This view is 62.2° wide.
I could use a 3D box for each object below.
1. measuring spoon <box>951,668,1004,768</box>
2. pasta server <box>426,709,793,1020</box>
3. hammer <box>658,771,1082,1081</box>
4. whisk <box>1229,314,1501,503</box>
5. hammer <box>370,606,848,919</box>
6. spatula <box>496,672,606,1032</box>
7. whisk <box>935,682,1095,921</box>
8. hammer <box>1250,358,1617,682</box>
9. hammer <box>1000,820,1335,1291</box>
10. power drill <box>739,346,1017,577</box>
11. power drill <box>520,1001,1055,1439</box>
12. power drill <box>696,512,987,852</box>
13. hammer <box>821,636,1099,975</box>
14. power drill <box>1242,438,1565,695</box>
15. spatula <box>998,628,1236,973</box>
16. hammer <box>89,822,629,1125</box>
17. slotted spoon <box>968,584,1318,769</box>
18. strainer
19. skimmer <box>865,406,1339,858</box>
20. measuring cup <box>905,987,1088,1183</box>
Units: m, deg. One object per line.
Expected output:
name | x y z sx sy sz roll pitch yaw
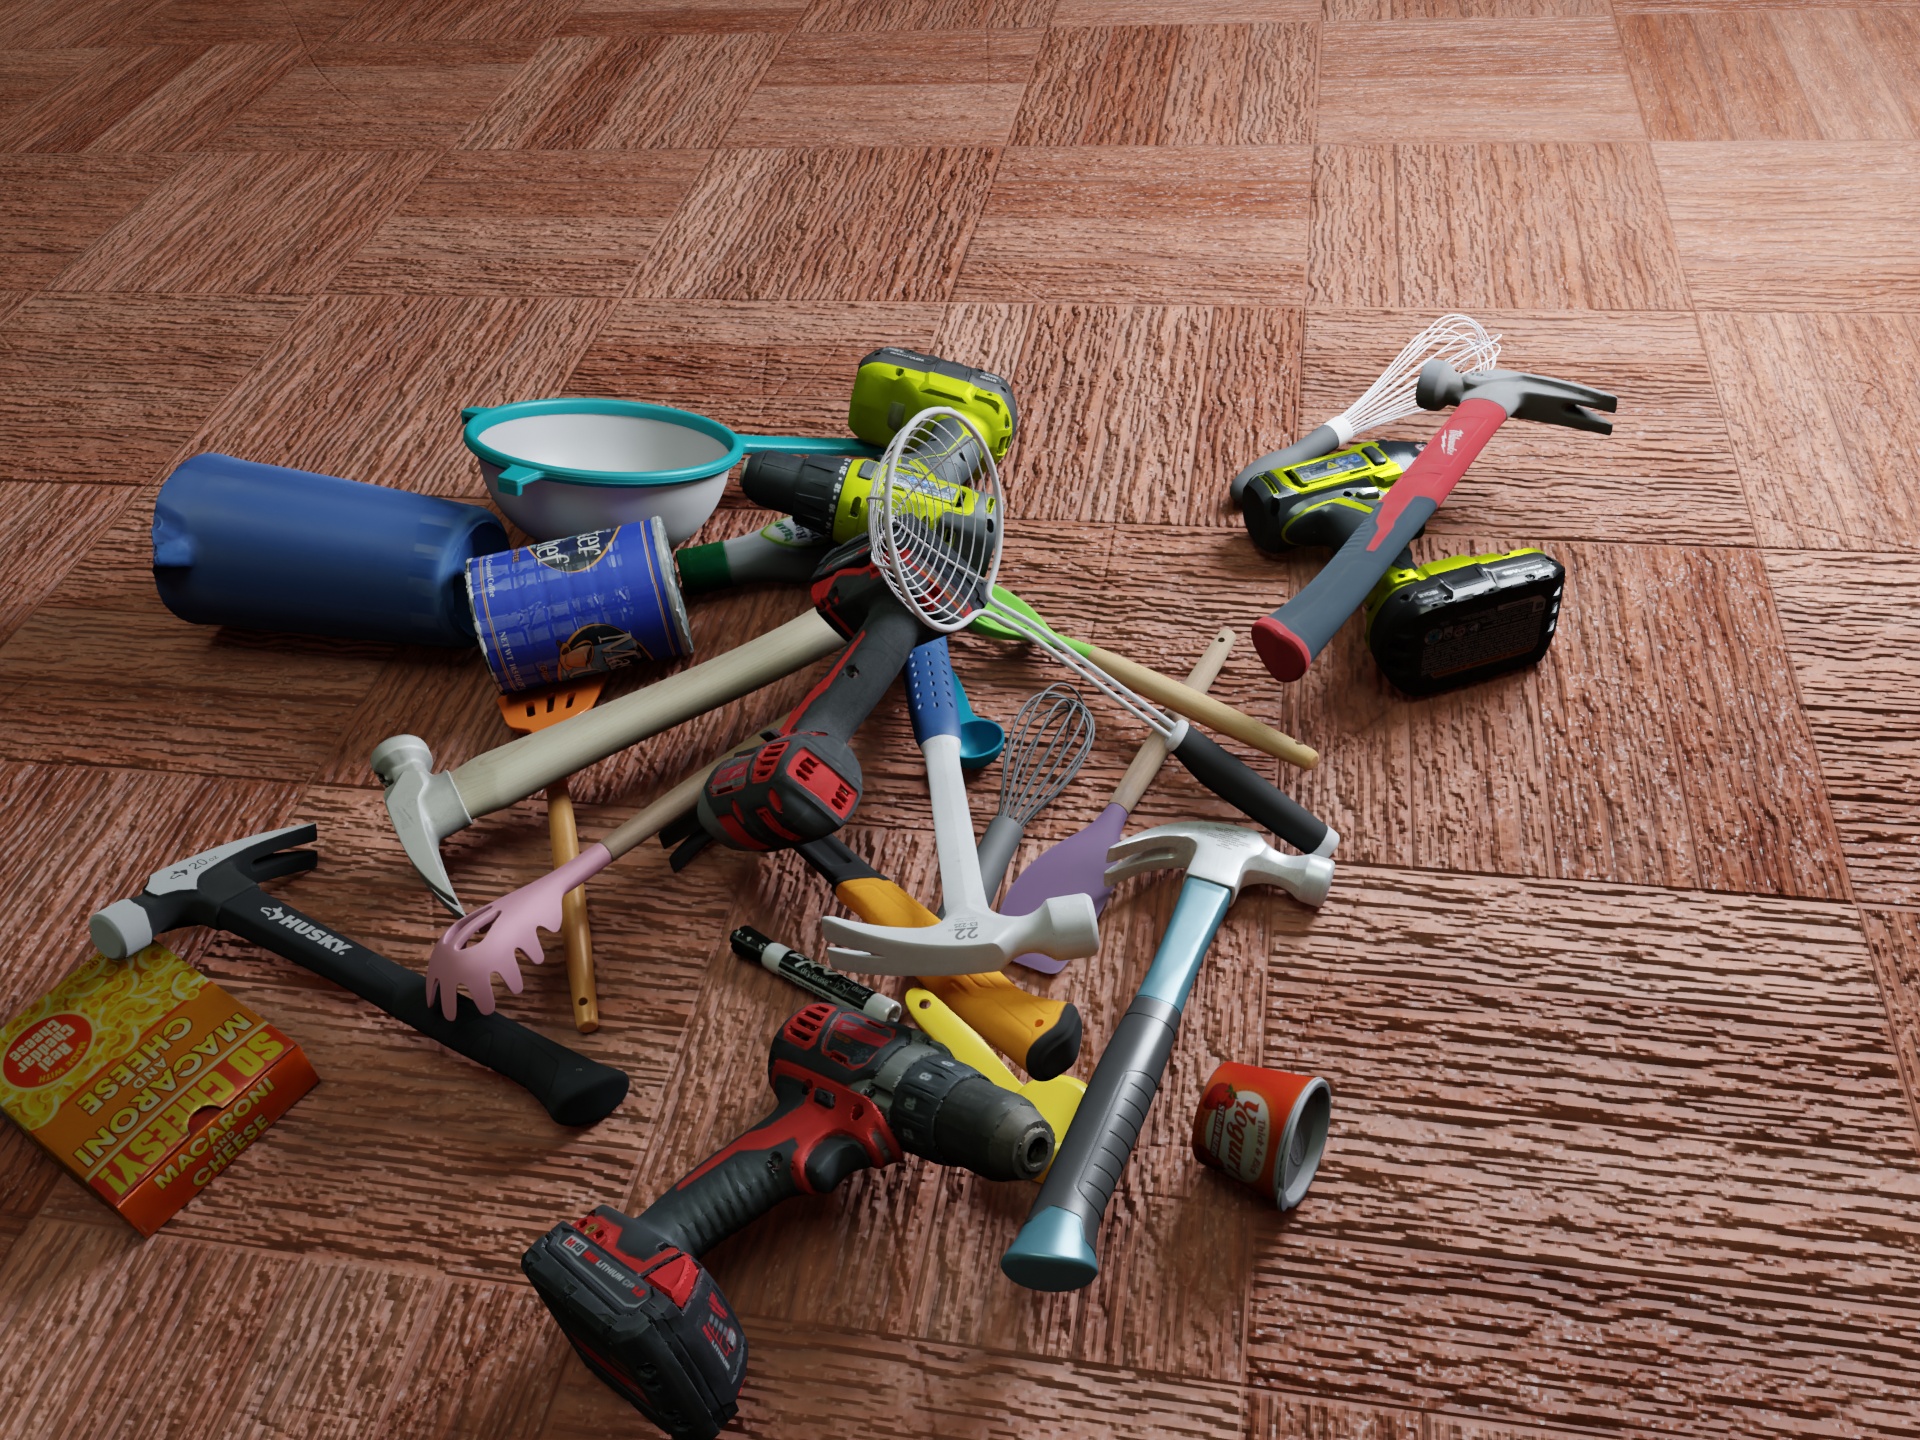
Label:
measuring spoon | -0.002 -0.004 1.103 0.042 0.021 0.129 -16 36 -8
pasta server | -0.198 0.074 0.984 0.060 0.040 0.316 17 41 37
hammer | -0.051 0.113 0.928 0.127 0.034 0.337 -30 37 -23
whisk | 0.326 -0.246 1.283 0.284 0.070 0.070 -32 49 -17
hammer | -0.177 -0.011 1.059 0.410 0.038 0.146 -26 53 -14
spatula | -0.260 0.073 1.051 0.081 0.041 0.323 -14 48 -7
whisk | 0.028 0.067 1.002 0.055 0.055 0.239 14 51 20
hammer | 0.315 -0.139 1.072 0.143 0.038 0.386 19 45 29
hammer | 0.103 0.168 0.864 0.128 0.033 0.331 17 42 17
power drill | -0.052 -0.201 1.218 0.190 0.080 0.229 16 37 1
power drill | -0.079 0.238 0.784 0.188 0.080 0.227 10 40 47
power drill | -0.082 -0.014 0.978 0.143 0.078 0.220 -18 37 53
hammer | -0.018 0.022 0.997 0.144 0.035 0.406 -8 31 -2
power drill | 0.324 -0.125 1.140 0.171 0.080 0.223 -15 41 -8
spatula | 0.111 0.041 1.036 0.060 0.018 0.316 18 50 25
hammer | -0.340 0.154 0.949 0.335 0.035 0.146 21 30 19
slotted spoon | 0.109 -0.033 1.083 0.314 0.031 0.070 28 25 37
strainer | -0.221 -0.185 1.273 0.340 0.095 0.211 -4 27 -25
skimmer | 0.095 -0.039 0.935 0.363 0.090 0.127 36 51 -7
measuring cup | 0.020 0.192 0.882 0.062 0.029 0.157 -33 52 -25
